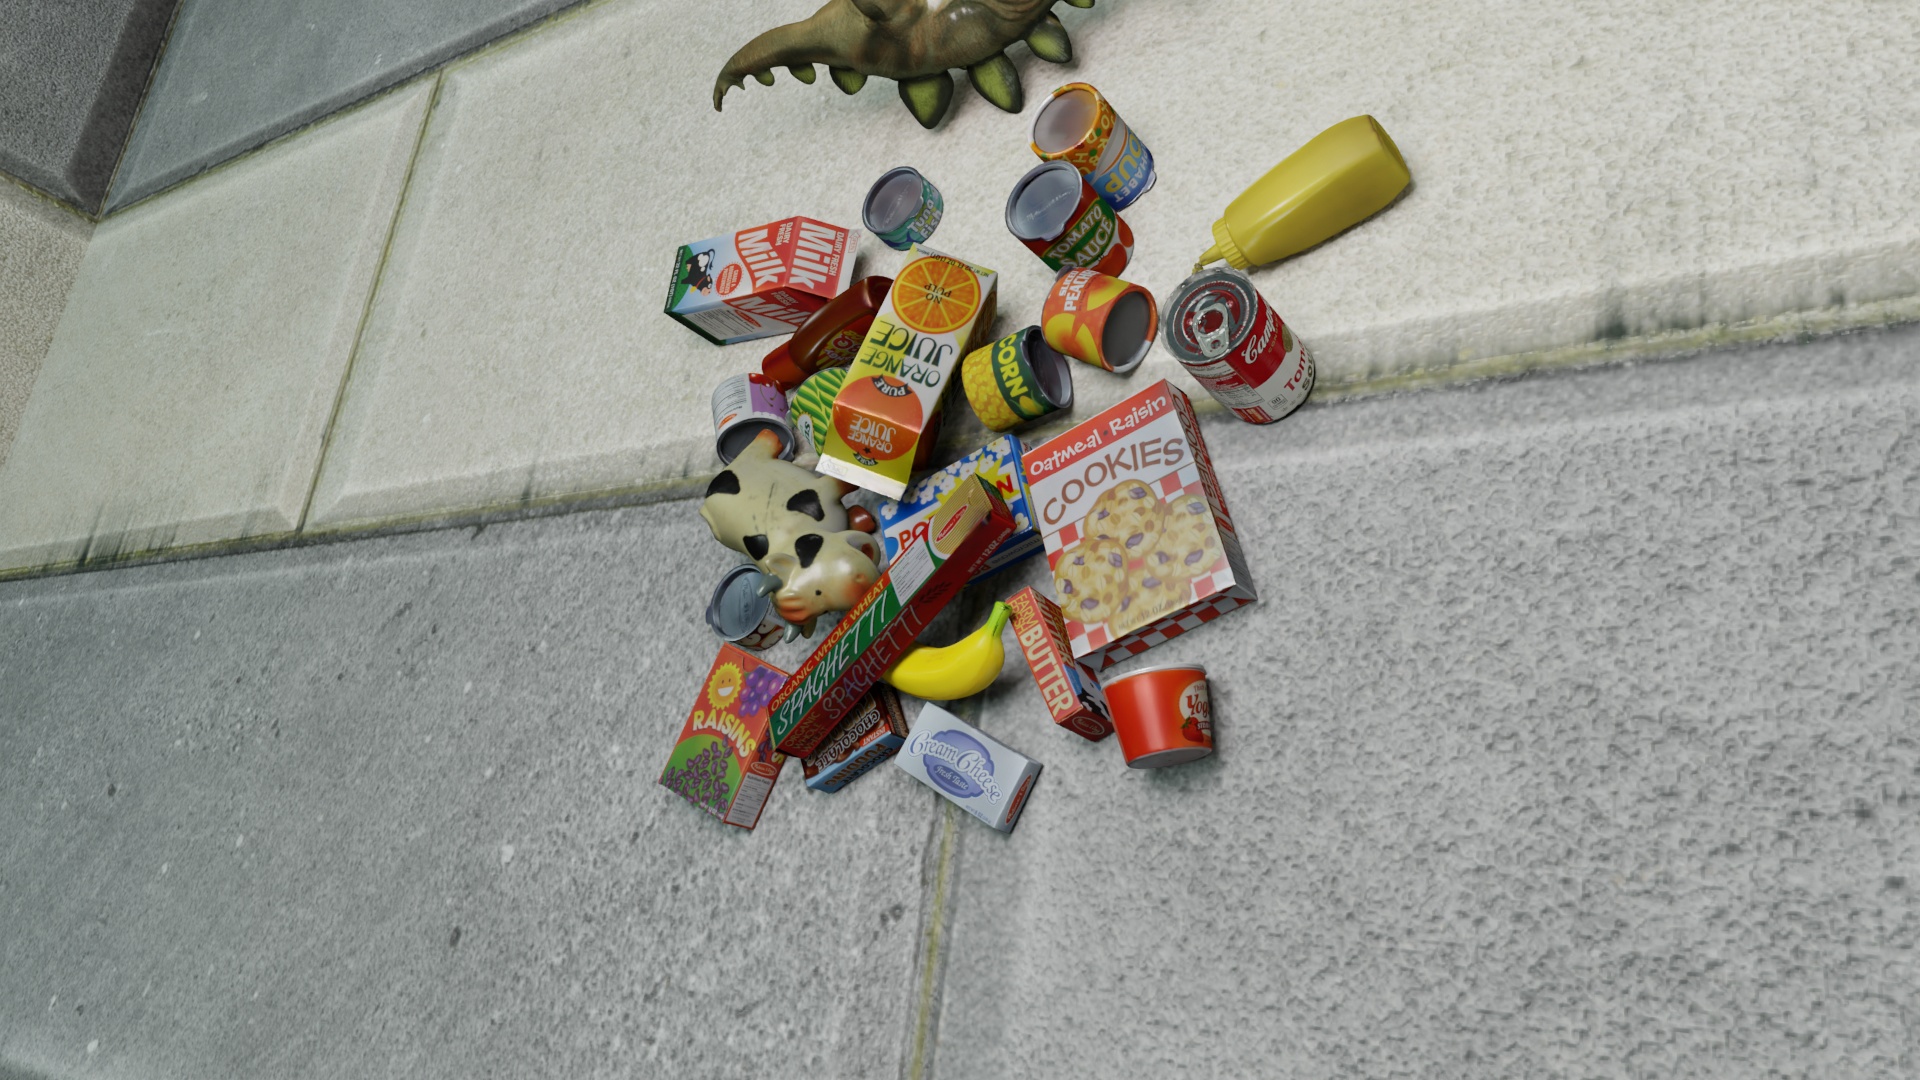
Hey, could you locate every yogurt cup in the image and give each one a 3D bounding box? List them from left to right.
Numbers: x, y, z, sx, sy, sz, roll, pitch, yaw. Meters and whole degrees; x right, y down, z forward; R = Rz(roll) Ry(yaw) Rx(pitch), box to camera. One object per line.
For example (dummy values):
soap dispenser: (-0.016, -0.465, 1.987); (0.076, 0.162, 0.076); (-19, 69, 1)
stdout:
yogurt cup: (0.126, 0.112, 0.876); (0.072, 0.072, 0.054); (-21, 67, 28)

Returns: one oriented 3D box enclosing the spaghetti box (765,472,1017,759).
spaghetti box: (-0.054, 0.058, 0.994); (0.249, 0.028, 0.050); (-48, 35, 18)

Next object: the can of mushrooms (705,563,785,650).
can of mushrooms: (-0.173, 0.056, 1.142); (0.071, 0.033, 0.071); (-15, 63, 31)

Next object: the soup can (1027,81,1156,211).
soup can: (0.102, -0.300, 1.065); (0.071, 0.083, 0.071); (-15, 62, 31)

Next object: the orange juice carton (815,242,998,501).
orange juice carton: (-0.039, -0.124, 1.063); (0.072, 0.072, 0.193); (21, 71, 9)

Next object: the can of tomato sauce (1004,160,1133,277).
can of tomato sauce: (0.084, -0.235, 1.049); (0.071, 0.083, 0.071); (-15, 62, 31)

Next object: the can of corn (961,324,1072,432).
can of corn: (0.041, -0.121, 1.038); (0.058, 0.071, 0.071); (-21, 59, 29)

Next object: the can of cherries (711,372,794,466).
can of cherries: (-0.177, -0.100, 1.194); (0.071, 0.071, 0.058); (-33, 48, 21)

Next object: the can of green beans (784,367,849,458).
can of green beans: (-0.097, -0.098, 1.134); (0.071, 0.071, 0.058); (-47, 51, 10)

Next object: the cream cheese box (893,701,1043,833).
cream cheese box: (0.005, 0.157, 0.971); (0.104, 0.024, 0.053); (24, 84, 41)

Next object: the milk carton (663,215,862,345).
milk carton: (-0.168, -0.233, 1.242); (0.190, 0.073, 0.072); (-3, 68, 35)

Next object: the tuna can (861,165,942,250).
tuna can: (-0.048, -0.287, 1.204); (0.071, 0.033, 0.071); (-15, 62, 31)

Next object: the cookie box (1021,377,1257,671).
cookie box: (0.118, -0.012, 0.953); (0.122, 0.040, 0.168); (-28, 57, 24)

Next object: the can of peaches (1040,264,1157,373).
can of peaches: (0.101, -0.162, 1.013); (0.058, 0.071, 0.071); (28, 88, 40)

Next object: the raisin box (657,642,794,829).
raisin box: (-0.177, 0.153, 1.097); (0.086, 0.040, 0.123); (19, 81, 41)

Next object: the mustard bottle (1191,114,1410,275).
mustard bottle: (0.224, -0.228, 0.957); (0.160, 0.065, 0.049); (-28, 54, 29)

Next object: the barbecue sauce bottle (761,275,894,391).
barbecue sauce bottle: (-0.108, -0.173, 1.181); (0.148, 0.065, 0.044); (-25, 69, 36)

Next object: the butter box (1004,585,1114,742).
butter box: (0.067, 0.083, 0.939); (0.024, 0.053, 0.104); (-36, 53, 17)

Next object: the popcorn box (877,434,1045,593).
popcorn box: (0.004, -0.013, 1.039); (0.126, 0.038, 0.085); (-27, 57, 24)

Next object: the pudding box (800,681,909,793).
pudding box: (-0.081, 0.147, 1.035); (0.083, 0.030, 0.050); (-34, 54, 20)
